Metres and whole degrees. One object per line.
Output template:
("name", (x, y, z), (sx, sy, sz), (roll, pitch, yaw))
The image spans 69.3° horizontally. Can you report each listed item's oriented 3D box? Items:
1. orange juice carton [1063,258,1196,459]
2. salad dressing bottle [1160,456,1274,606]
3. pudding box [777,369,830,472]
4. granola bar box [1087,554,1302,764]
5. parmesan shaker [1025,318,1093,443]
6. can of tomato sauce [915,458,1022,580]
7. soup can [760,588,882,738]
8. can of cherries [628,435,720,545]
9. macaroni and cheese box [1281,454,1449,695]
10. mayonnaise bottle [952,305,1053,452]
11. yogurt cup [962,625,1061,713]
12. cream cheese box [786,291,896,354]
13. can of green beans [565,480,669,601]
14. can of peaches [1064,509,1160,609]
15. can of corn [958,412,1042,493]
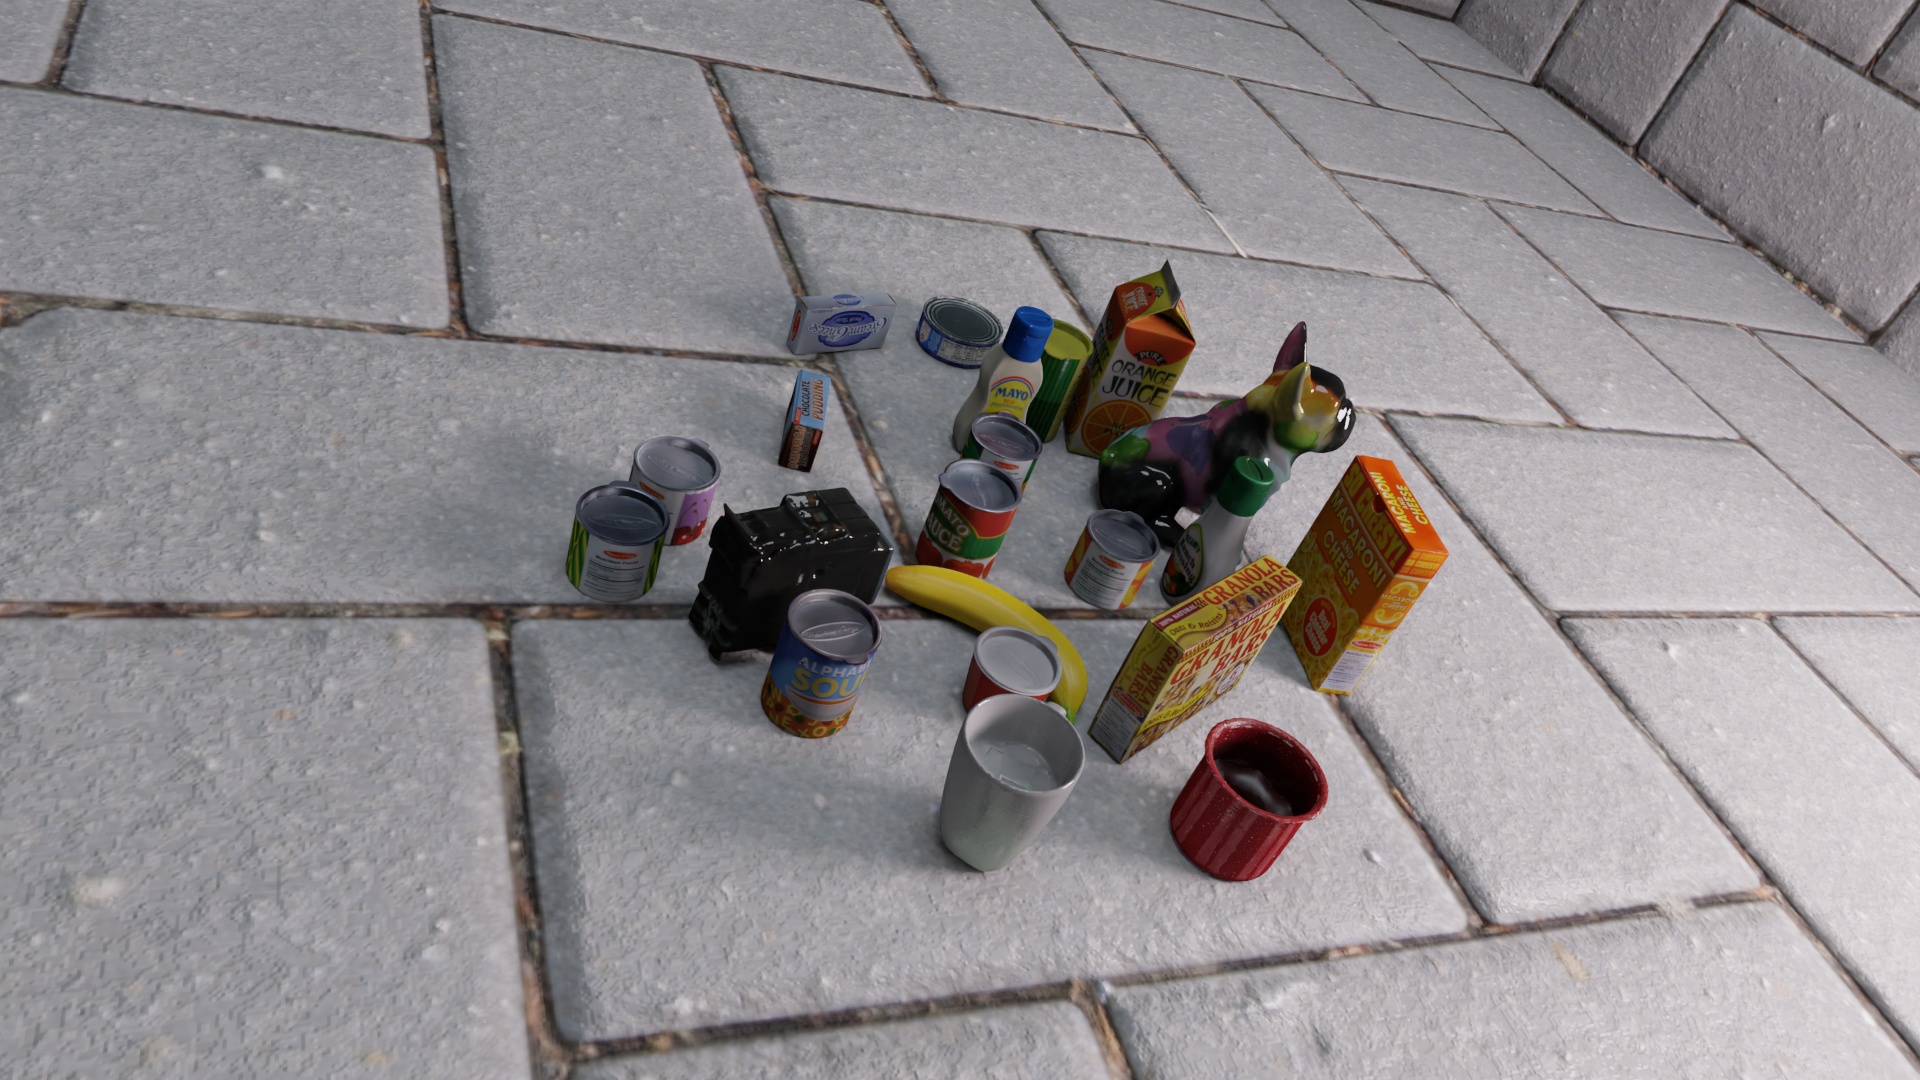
("orange juice carton", (0.165, -0.170, 1.319), (0.073, 0.191, 0.072), (13, 38, -13))
("salad dressing bottle", (0.218, -0.005, 1.179), (0.044, 0.146, 0.064), (7, 39, -20))
("pudding box", (-0.135, -0.104, 1.202), (0.030, 0.049, 0.084), (14, 37, -11))
("granola bar box", (0.180, 0.088, 1.063), (0.039, 0.123, 0.166), (42, 41, 24))
("parmesan shaker", (0.077, -0.150, 1.324), (0.071, 0.102, 0.072), (14, 37, -11))
("can of tomato sauce", (0.004, -0.014, 1.134), (0.071, 0.082, 0.071), (14, 37, -11))
("soup can", (-0.096, 0.087, 0.956), (0.071, 0.083, 0.072), (14, 37, -11))
("can of cherries", (-0.221, -0.039, 1.070), (0.071, 0.058, 0.072), (14, 37, -11))
("macaroni and cheese box", (0.333, 0.030, 1.179), (0.040, 0.165, 0.124), (8, 39, -19))
("mayonnaise bottle", (0.042, -0.141, 1.257), (0.065, 0.147, 0.041), (8, 39, -19))
("yogurt cup", (0.035, 0.105, 1.026), (0.072, 0.053, 0.073), (14, 37, -11))
("cream cheese box", (-0.115, -0.210, 1.340), (0.104, 0.053, 0.024), (-11, 48, -37))
("can of green beans", (-0.249, 0.002, 1.005), (0.071, 0.057, 0.071), (14, 37, -11))
("can of peaches", (0.129, 0.015, 1.182), (0.071, 0.057, 0.071), (14, 37, -11))
("can of corn", (0.033, -0.072, 1.241), (0.071, 0.058, 0.071), (14, 37, -11))
